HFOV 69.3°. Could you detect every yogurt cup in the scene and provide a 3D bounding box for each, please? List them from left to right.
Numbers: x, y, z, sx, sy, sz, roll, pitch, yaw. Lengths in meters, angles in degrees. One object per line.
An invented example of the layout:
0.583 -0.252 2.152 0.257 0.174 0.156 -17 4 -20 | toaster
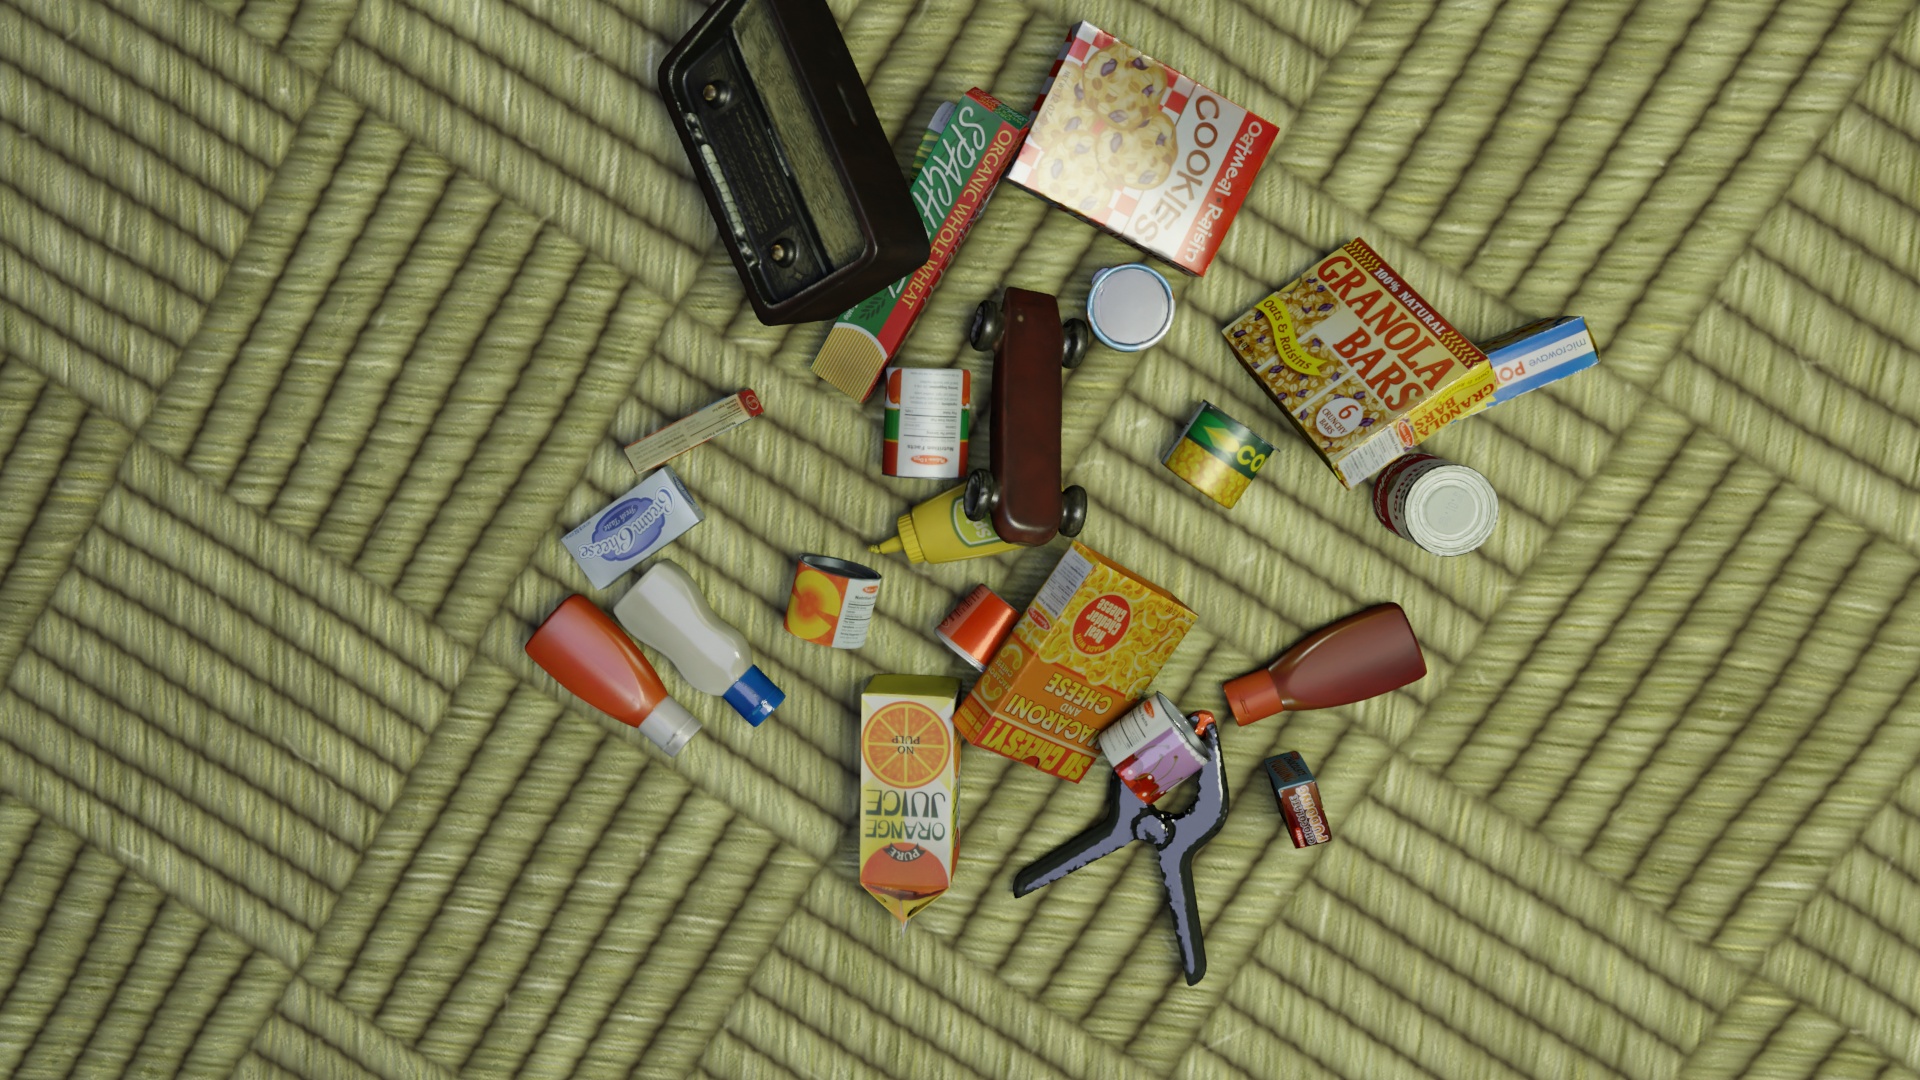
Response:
0.021 0.070 1.079 0.072 0.072 0.054 38 90 -1 | yogurt cup

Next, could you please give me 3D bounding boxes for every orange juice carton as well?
-0.039 0.207 1.094 0.073 0.072 0.192 2 96 5 | orange juice carton

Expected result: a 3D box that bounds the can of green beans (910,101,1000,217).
0.002 -0.285 1.037 0.058 0.071 0.071 26 98 2 | can of green beans

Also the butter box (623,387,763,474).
-0.207 -0.086 1.082 0.103 0.053 0.024 -26 97 7 | butter box

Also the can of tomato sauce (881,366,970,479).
-0.026 -0.091 1.063 0.071 0.071 0.083 3 97 4 | can of tomato sauce

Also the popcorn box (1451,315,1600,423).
0.388 -0.123 1.017 0.126 0.085 0.038 -22 96 6 | popcorn box

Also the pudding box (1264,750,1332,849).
0.258 0.197 1.064 0.030 0.084 0.049 -16 96 7 | pudding box

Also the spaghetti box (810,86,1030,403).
-0.034 -0.213 1.025 0.050 0.029 0.248 34 119 -1 | spaghetti box

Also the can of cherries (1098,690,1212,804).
0.148 0.159 1.051 0.058 0.071 0.071 -39 93 9 | can of cherries

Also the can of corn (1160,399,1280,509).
0.196 -0.063 1.047 0.071 0.071 0.058 34 99 0 | can of corn

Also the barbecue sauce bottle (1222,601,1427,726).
0.278 0.101 1.073 0.148 0.044 0.065 -22 95 7 | barbecue sauce bottle

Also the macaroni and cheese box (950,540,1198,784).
0.088 0.096 1.054 0.123 0.040 0.166 27 100 -39 | macaroni and cheese box

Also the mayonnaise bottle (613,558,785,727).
-0.204 0.086 1.108 0.064 0.041 0.148 -44 93 9 | mayonnaise bottle

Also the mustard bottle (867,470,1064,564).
0.004 -0.013 1.076 0.160 0.049 0.065 -18 90 6 | mustard bottle

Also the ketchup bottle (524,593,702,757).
-0.274 0.113 1.115 0.149 0.043 0.064 42 99 -1 | ketchup bottle

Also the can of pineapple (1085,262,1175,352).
0.126 -0.176 1.044 0.071 0.058 0.071 1 97 5 | can of pineapple

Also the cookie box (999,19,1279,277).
0.131 -0.285 1.022 0.167 0.040 0.122 24 99 -13 | cookie box

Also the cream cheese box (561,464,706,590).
-0.260 -0.010 1.109 0.104 0.024 0.053 -34 94 7 | cream cheese box

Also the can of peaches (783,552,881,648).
-0.102 0.047 1.084 0.071 0.071 0.058 15 98 2 | can of peaches

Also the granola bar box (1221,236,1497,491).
0.280 -0.131 0.994 0.124 0.166 0.039 -34 136 7 | granola bar box
